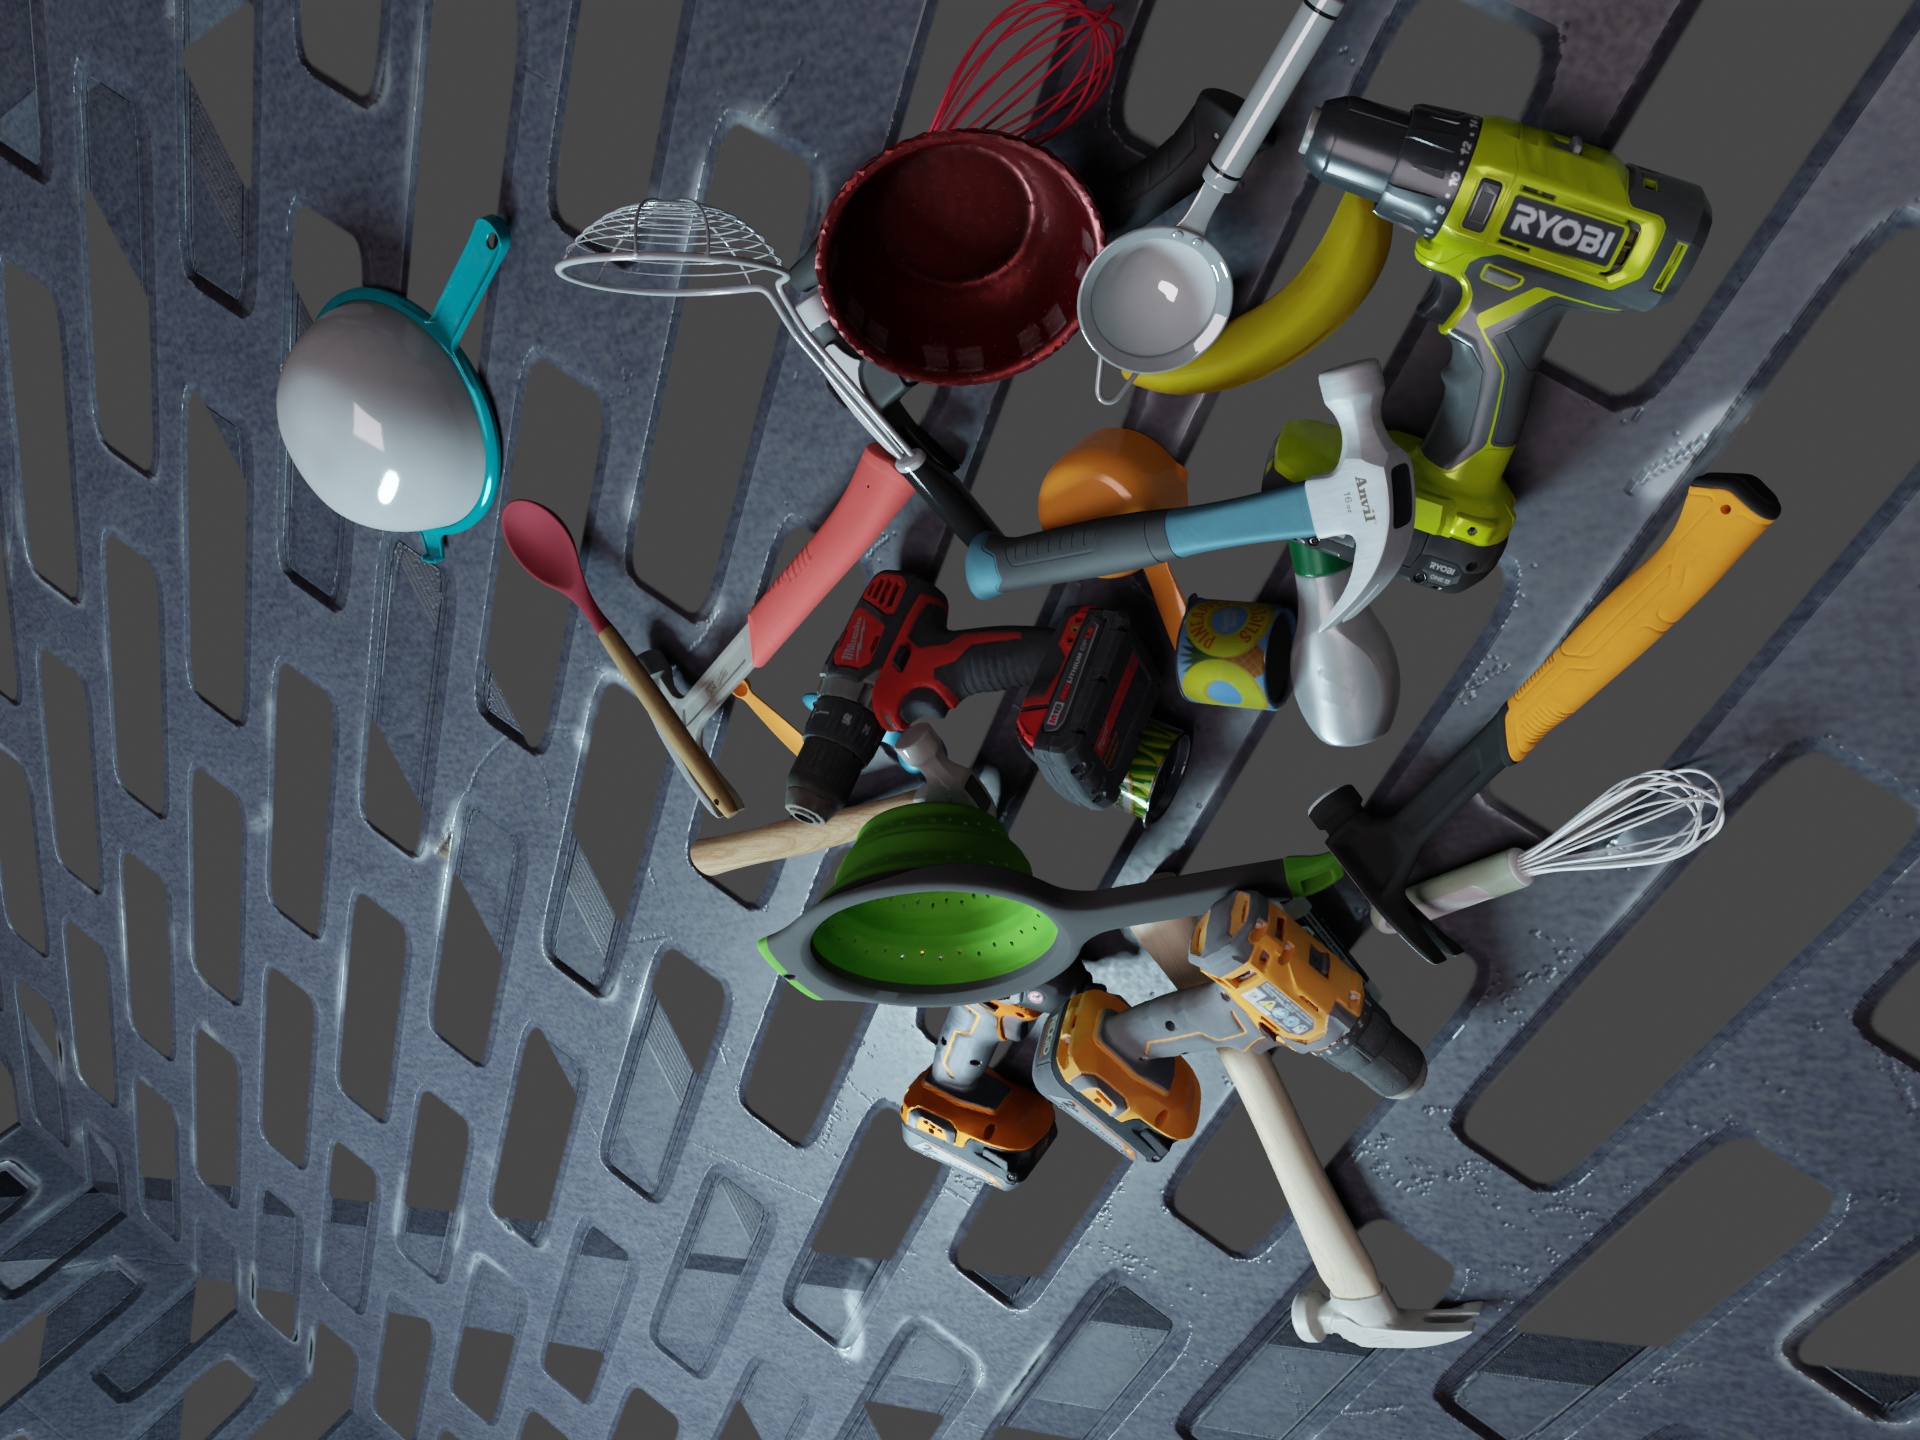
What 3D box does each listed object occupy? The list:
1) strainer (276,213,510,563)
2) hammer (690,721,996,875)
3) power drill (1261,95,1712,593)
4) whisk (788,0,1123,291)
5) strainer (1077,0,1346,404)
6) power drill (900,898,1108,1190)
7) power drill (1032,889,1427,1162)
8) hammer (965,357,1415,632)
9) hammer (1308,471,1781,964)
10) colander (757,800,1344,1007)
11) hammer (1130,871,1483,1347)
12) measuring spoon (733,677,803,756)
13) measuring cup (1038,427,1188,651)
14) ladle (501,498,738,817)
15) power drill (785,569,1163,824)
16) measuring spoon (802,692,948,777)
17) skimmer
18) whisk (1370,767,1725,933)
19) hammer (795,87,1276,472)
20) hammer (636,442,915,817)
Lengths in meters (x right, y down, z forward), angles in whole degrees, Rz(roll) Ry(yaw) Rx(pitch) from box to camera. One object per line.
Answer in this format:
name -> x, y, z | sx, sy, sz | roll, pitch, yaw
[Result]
strainer -> -0.446, -0.264, 1.242 | 0.211, 0.095, 0.340 | 49, 134, -1
hammer -> -0.103, 0.087, 1.259 | 0.331, 0.031, 0.130 | -16, 121, 43
power drill -> 0.239, -0.194, 0.815 | 0.190, 0.080, 0.228 | 19, 128, 4
whisk -> -0.016, -0.331, 0.938 | 0.296, 0.073, 0.073 | -24, 102, 46
strainer -> 0.135, -0.281, 0.838 | 0.086, 0.050, 0.258 | 17, 132, -18
power drill -> 0.032, 0.256, 1.253 | 0.164, 0.084, 0.226 | 17, 122, 24
power drill -> 0.183, 0.222, 1.078 | 0.185, 0.084, 0.226 | 39, 129, -15
hammer -> 0.113, -0.106, 0.897 | 0.331, 0.033, 0.128 | -4, 105, 52
hammer -> 0.333, -0.002, 0.900 | 0.127, 0.034, 0.336 | 56, 134, 26
colander -> 0.058, 0.104, 1.097 | 0.397, 0.095, 0.204 | -12, 146, 15
hammer -> 0.238, 0.289, 1.162 | 0.146, 0.038, 0.410 | -18, 106, 38
measuring spoon -> -0.138, 0.005, 1.260 | 0.117, 0.011, 0.021 | 44, 131, -1
measuring cup -> 0.109, -0.095, 0.999 | 0.095, 0.052, 0.173 | -15, 106, 39
ladle -> -0.267, -0.051, 1.259 | 0.315, 0.031, 0.069 | 53, 134, 12
power drill -> -0.002, -0.003, 1.042 | 0.227, 0.188, 0.080 | 10, 155, 32
measuring spoon -> -0.070, 0.010, 1.206 | 0.129, 0.021, 0.042 | 23, 128, 18
skimmer -> -0.082, -0.176, 0.958 | 0.127, 0.090, 0.362 | 7, 150, 49
whisk -> 0.345, 0.087, 0.960 | 0.057, 0.059, 0.246 | 31, 141, -23
hammer -> 0.046, -0.264, 0.952 | 0.335, 0.035, 0.146 | -25, 101, 41
hammer -> -0.128, -0.072, 1.172 | 0.359, 0.036, 0.149 | -42, 76, 41
